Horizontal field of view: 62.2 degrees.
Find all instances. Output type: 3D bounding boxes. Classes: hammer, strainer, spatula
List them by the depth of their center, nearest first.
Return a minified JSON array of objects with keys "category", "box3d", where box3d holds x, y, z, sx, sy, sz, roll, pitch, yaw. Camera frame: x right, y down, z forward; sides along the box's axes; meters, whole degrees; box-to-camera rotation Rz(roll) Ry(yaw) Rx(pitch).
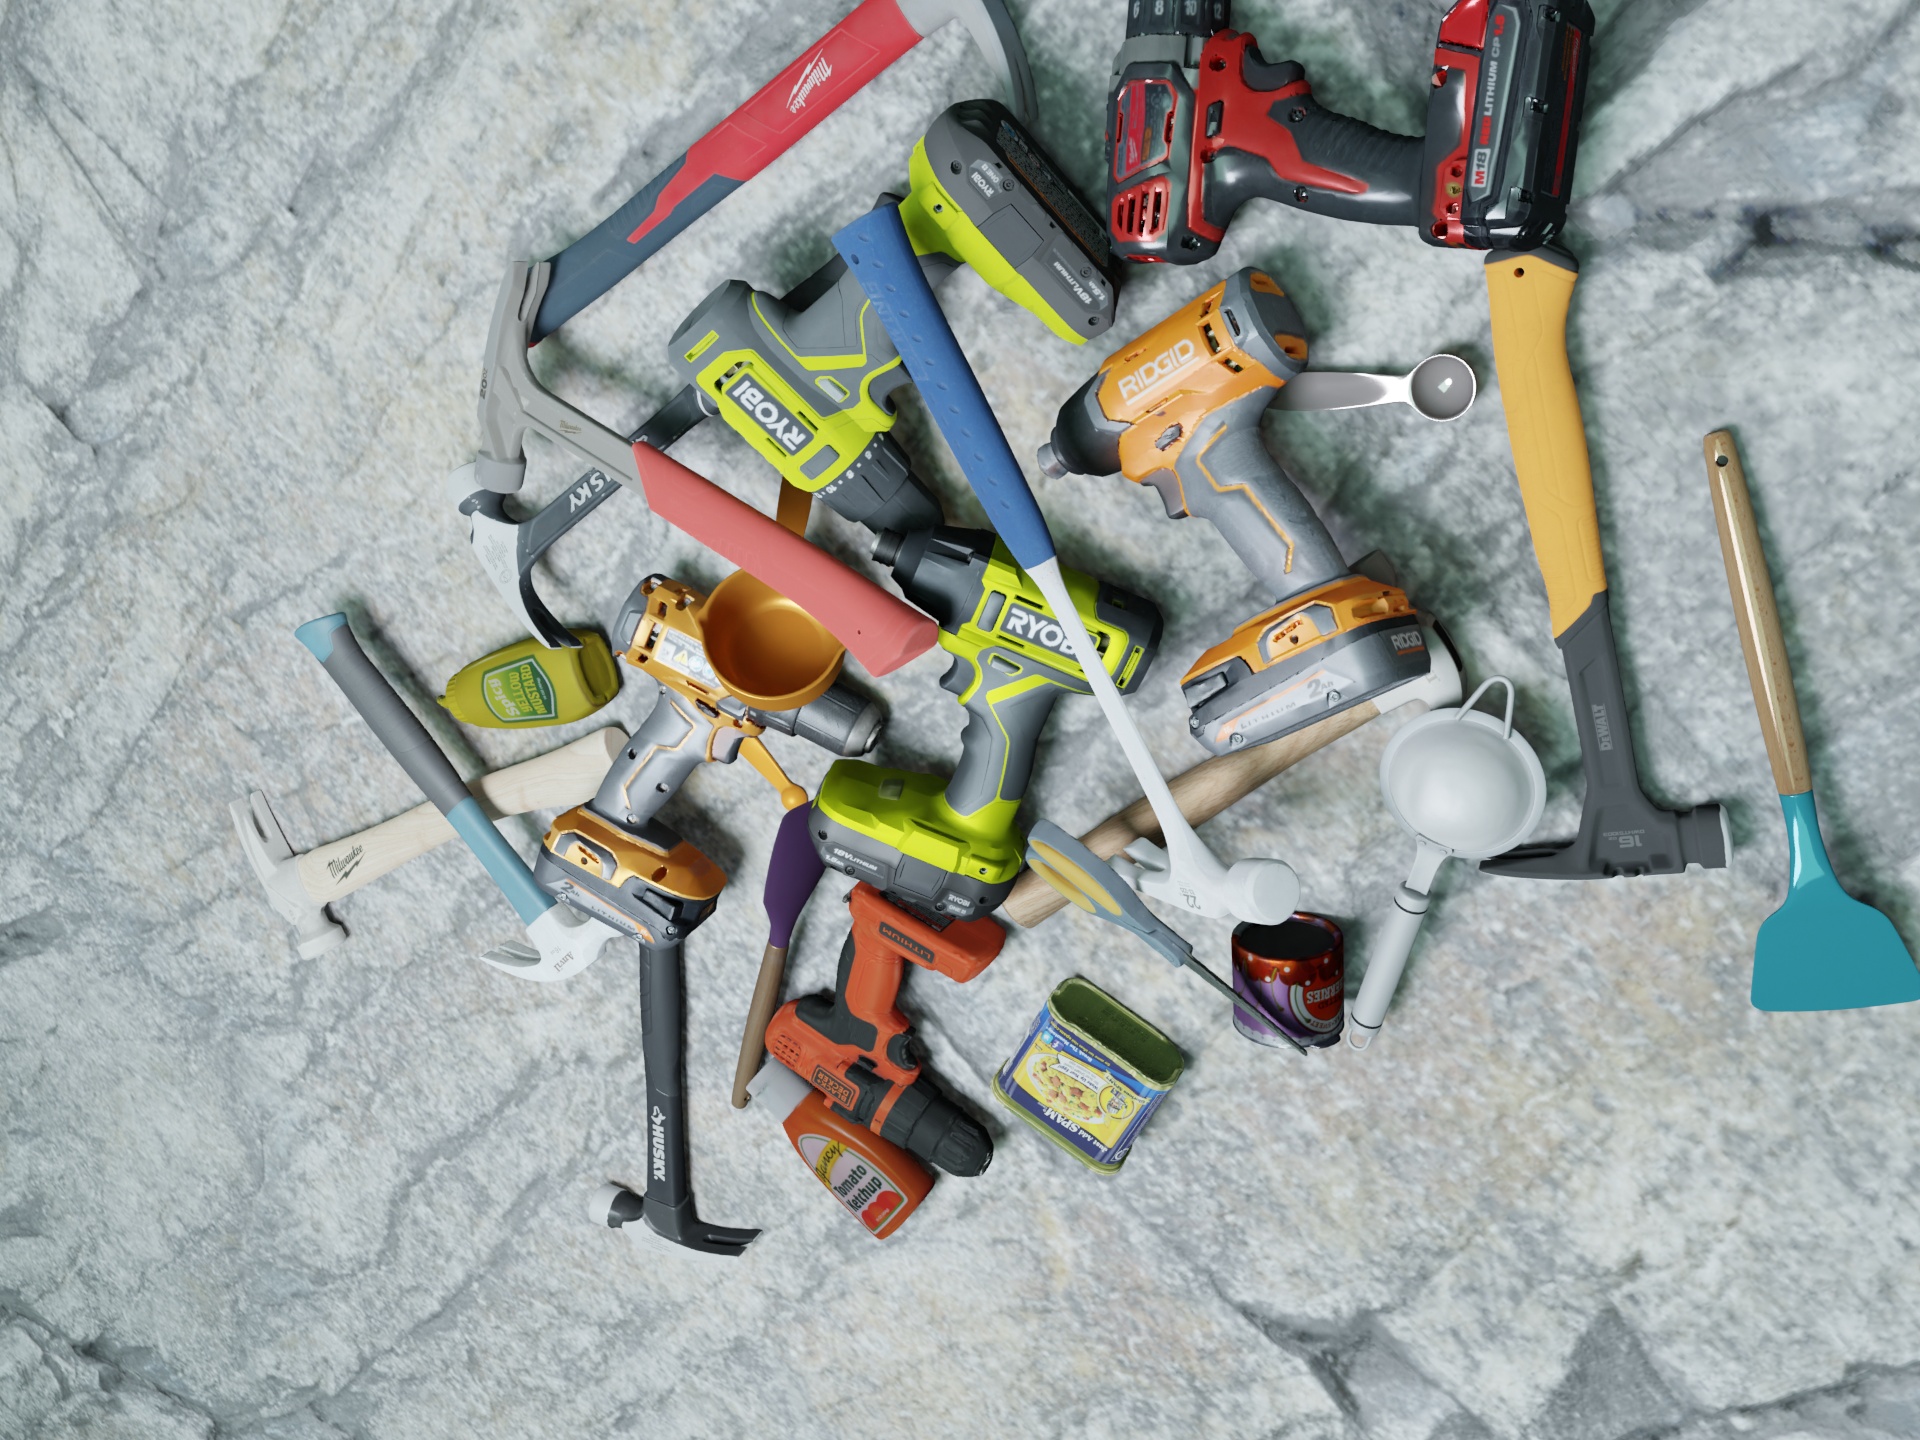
[{"category":"spatula","box3d":[0.414,0.008,0.804,0.082,0.044,0.317,-11,99,30]},{"category":"hammer","box3d":[0.306,-0.075,0.817,0.127,0.034,0.336,-8,106,27]},{"category":"hammer","box3d":[0.043,-0.072,0.831,0.405,0.035,0.144,62,157,-11]},{"category":"strainer","box3d":[0.253,0.093,0.876,0.087,0.050,0.258,24,127,21]},{"category":"hammer","box3d":[-0.157,-0.137,0.938,0.359,0.036,0.149,32,119,25]},{"category":"hammer","box3d":[-0.135,-0.315,0.941,0.386,0.038,0.143,-27,98,32]},{"category":"hammer","box3d":[0.150,0.041,0.941,0.331,0.031,0.130,-36,91,33]},{"category":"hammer","box3d":[-0.169,-0.191,0.995,0.409,0.036,0.149,-31,79,29]},{"category":"spatula","box3d":[-0.129,0.170,1.111,0.018,0.060,0.315,41,133,28]},{"category":"hammer","box3d":[-0.374,0.052,1.165,0.128,0.033,0.331,-41,86,30]},{"category":"hammer","box3d":[-0.222,0.268,1.212,0.146,0.035,0.334,13,114,23]},{"category":"hammer","box3d":[-0.411,0.071,1.229,0.410,0.038,0.146,-21,98,31]}]

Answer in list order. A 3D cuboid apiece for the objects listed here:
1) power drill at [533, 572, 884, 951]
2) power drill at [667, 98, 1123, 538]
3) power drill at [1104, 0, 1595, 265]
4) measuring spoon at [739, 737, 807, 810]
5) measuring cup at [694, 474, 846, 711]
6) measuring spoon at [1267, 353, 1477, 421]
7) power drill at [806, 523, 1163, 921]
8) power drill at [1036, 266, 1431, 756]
[{"category":"power drill","box3d":[-0.168,0.039,1.058,0.185,0.084,0.226,27,106,6]},{"category":"power drill","box3d":[-0.023,-0.207,0.883,0.228,0.080,0.190,-34,116,29]},{"category":"power drill","box3d":[0.175,-0.313,0.761,0.227,0.080,0.188,12,107,31]},{"category":"measuring spoon","box3d":[-0.148,0.019,1.091,0.117,0.011,0.021,48,122,2]},{"category":"measuring cup","box3d":[-0.108,-0.089,0.992,0.095,0.052,0.174,8,74,0]},{"category":"measuring spoon","box3d":[0.211,-0.176,0.840,0.124,0.018,0.034,6,112,32]},{"category":"power drill","box3d":[-0.002,-0.003,0.952,0.171,0.080,0.223,22,117,-5]},{"category":"power drill","box3d":[0.136,-0.101,0.845,0.164,0.084,0.226,-27,80,37]}]
